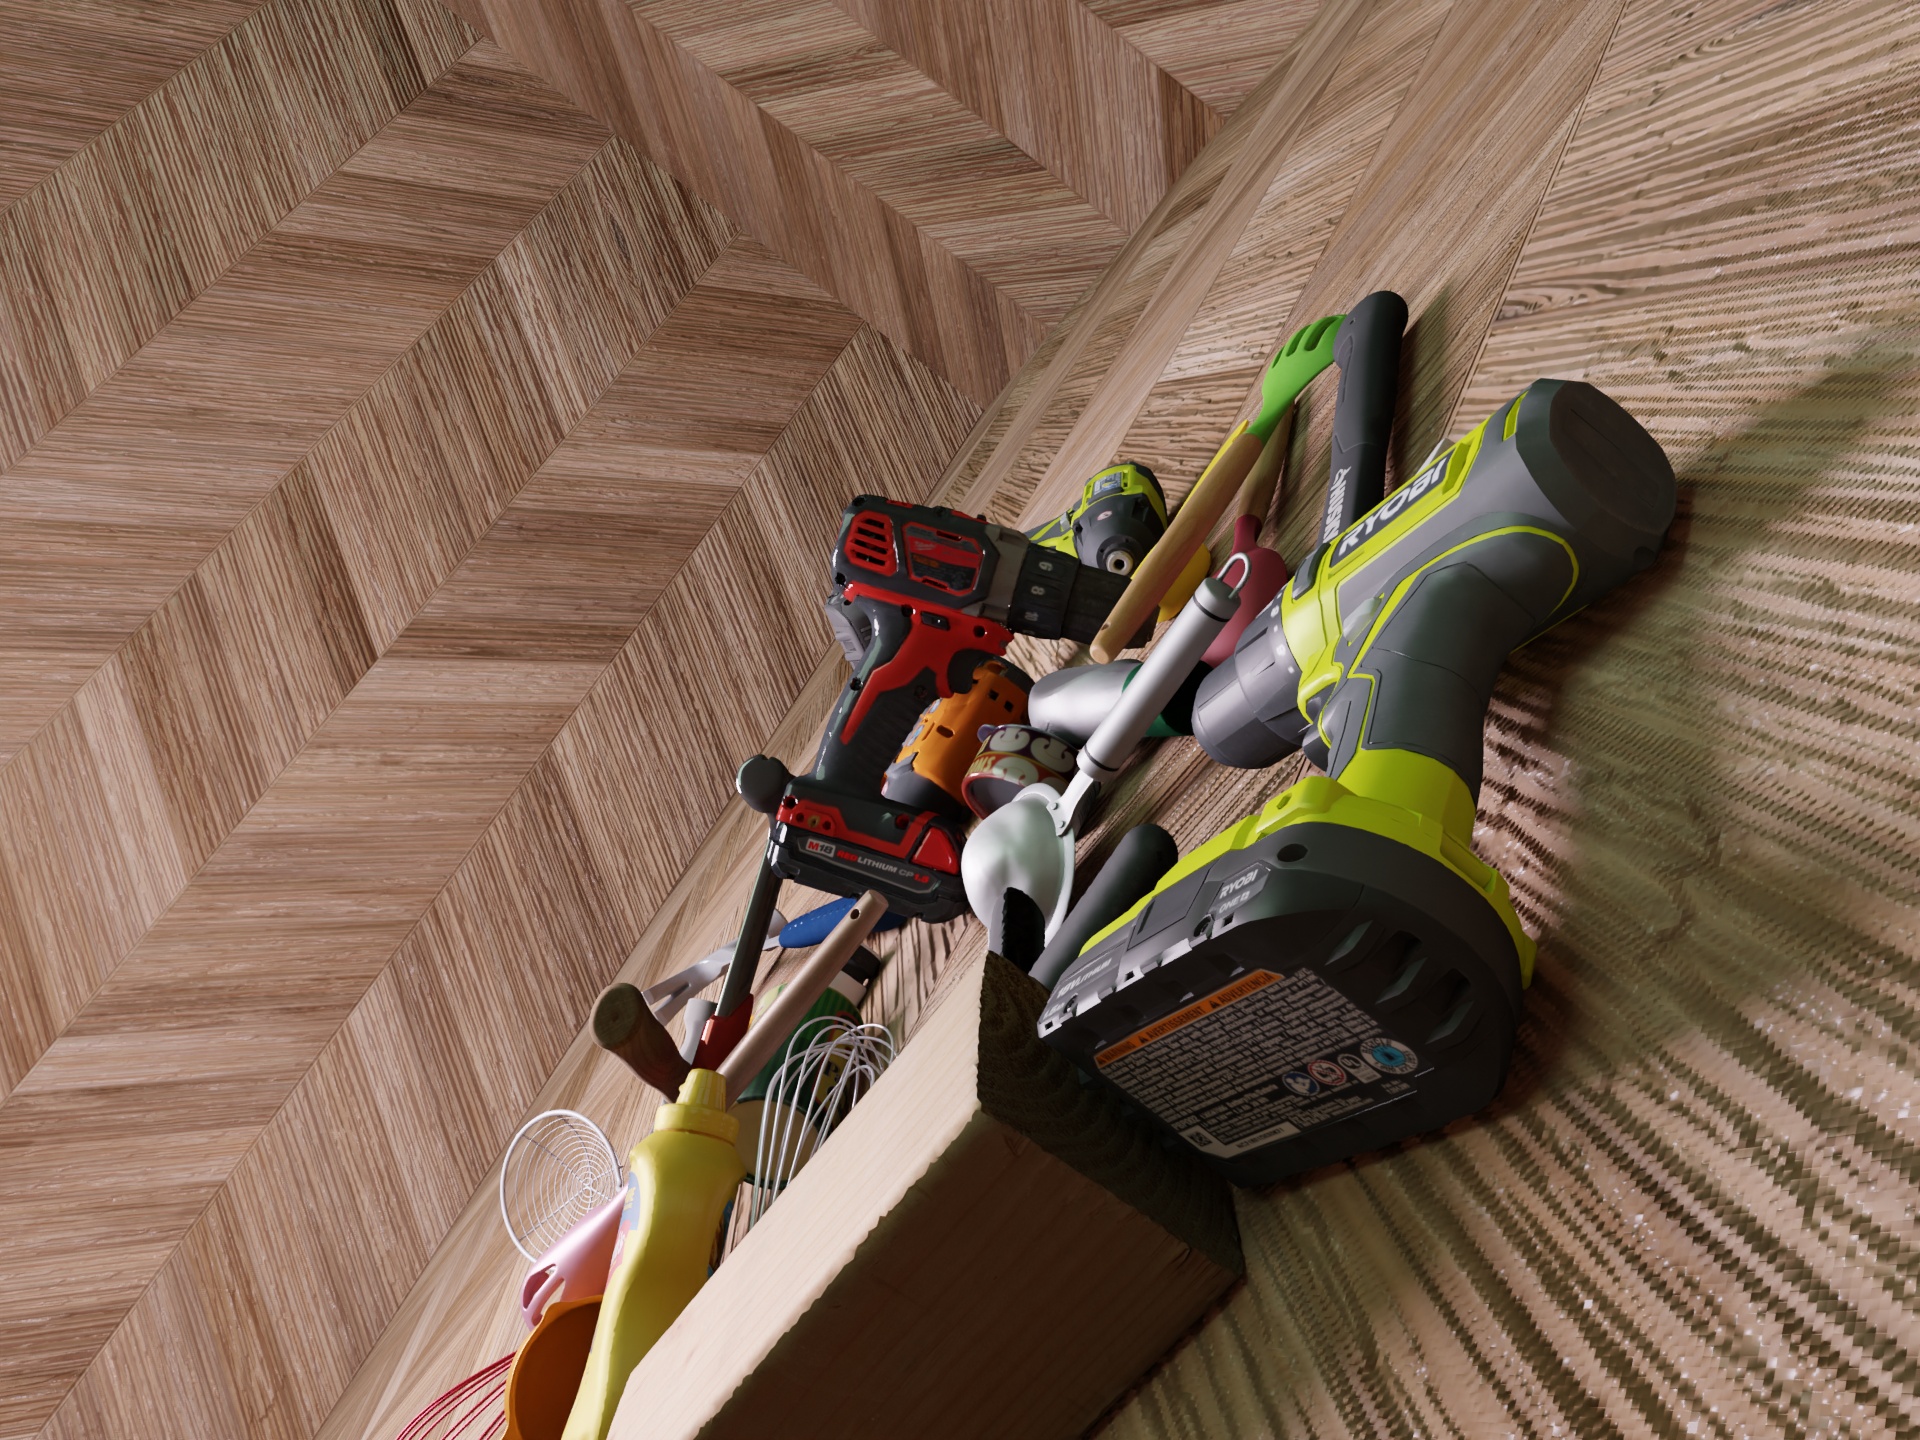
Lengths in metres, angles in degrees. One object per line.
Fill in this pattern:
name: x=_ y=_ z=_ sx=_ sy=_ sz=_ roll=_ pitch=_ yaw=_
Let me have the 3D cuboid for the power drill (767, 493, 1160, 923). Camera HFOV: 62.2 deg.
power drill: x=-0.001 y=-0.003 z=0.903 sx=0.080 sy=0.188 sz=0.227 roll=3 pitch=-77 yaw=-84

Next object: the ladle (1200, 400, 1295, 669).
ladle: x=0.162 y=-0.117 z=0.865 sx=0.069 sy=0.031 sz=0.316 roll=-43 pitch=12 yaw=35

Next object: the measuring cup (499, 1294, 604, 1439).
measuring cup: x=-0.213 y=0.351 z=0.768 sx=0.173 sy=0.095 sz=0.052 roll=-31 pitch=-8 yaw=-27

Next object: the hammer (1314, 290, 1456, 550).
hammer: x=0.188 y=-0.127 z=0.734 sx=0.146 sy=0.035 sz=0.335 roll=-49 pitch=11 yaw=37

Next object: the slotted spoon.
slotted spoon: x=0.146 y=-0.135 z=0.852 sx=0.070 sy=0.031 sz=0.314 roll=-17 pitch=29 yaw=51

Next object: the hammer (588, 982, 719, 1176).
hammer: x=-0.187 y=0.211 z=0.975 sx=0.331 sy=0.031 sz=0.130 roll=98 pitch=-175 yaw=-70

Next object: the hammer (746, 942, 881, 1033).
hammer: x=-0.147 y=0.233 z=1.146 sx=0.127 sy=0.034 sz=0.337 roll=-57 pitch=9 yaw=-23

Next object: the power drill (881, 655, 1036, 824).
power drill: x=-0.035 y=0.034 z=1.156 sx=0.164 sy=0.084 sz=0.226 roll=-56 pitch=13 yaw=-12

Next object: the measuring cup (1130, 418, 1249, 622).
measuring cup: x=0.147 y=-0.120 z=0.951 sx=0.156 sy=0.029 sz=0.062 roll=-56 pitch=9 yaw=-26

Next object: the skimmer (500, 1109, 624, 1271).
skimmer: x=-0.277 y=0.359 z=1.178 sx=0.363 sy=0.090 sz=0.127 roll=154 pitch=118 yaw=-66

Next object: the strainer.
strainer: x=0.057 y=0.023 z=0.725 sx=0.258 sy=0.050 sz=0.087 roll=-57 pitch=34 yaw=31

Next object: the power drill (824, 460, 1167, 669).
power drill: x=0.030 y=-0.096 z=1.057 sx=0.223 sy=0.080 sz=0.171 roll=-21 pitch=17 yaw=14

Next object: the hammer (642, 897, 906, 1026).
hammer: x=-0.135 y=0.169 z=1.216 sx=0.144 sy=0.035 sz=0.405 roll=-32 pitch=1 yaw=-28

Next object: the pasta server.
pasta server: x=-0.134 y=0.210 z=0.821 sx=0.316 sy=0.060 sz=0.040 roll=-51 pitch=-32 yaw=10

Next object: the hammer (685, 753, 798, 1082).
hammer: x=-0.143 y=0.207 z=0.940 sx=0.149 sy=0.037 sz=0.359 roll=68 pitch=-146 yaw=-65

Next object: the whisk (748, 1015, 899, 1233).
whisk: x=-0.087 y=0.253 z=0.716 sx=0.070 sy=0.070 sz=0.285 roll=-46 pitch=17 yaw=44

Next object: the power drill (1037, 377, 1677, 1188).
power drill: x=0.110 y=0.018 z=0.479 sx=0.190 sy=0.080 sz=0.229 roll=-42 pitch=12 yaw=50

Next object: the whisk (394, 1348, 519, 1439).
whisk: x=-0.241 y=0.377 z=0.966 sx=0.296 sy=0.073 sz=0.073 roll=-46 pitch=5 yaw=-24
